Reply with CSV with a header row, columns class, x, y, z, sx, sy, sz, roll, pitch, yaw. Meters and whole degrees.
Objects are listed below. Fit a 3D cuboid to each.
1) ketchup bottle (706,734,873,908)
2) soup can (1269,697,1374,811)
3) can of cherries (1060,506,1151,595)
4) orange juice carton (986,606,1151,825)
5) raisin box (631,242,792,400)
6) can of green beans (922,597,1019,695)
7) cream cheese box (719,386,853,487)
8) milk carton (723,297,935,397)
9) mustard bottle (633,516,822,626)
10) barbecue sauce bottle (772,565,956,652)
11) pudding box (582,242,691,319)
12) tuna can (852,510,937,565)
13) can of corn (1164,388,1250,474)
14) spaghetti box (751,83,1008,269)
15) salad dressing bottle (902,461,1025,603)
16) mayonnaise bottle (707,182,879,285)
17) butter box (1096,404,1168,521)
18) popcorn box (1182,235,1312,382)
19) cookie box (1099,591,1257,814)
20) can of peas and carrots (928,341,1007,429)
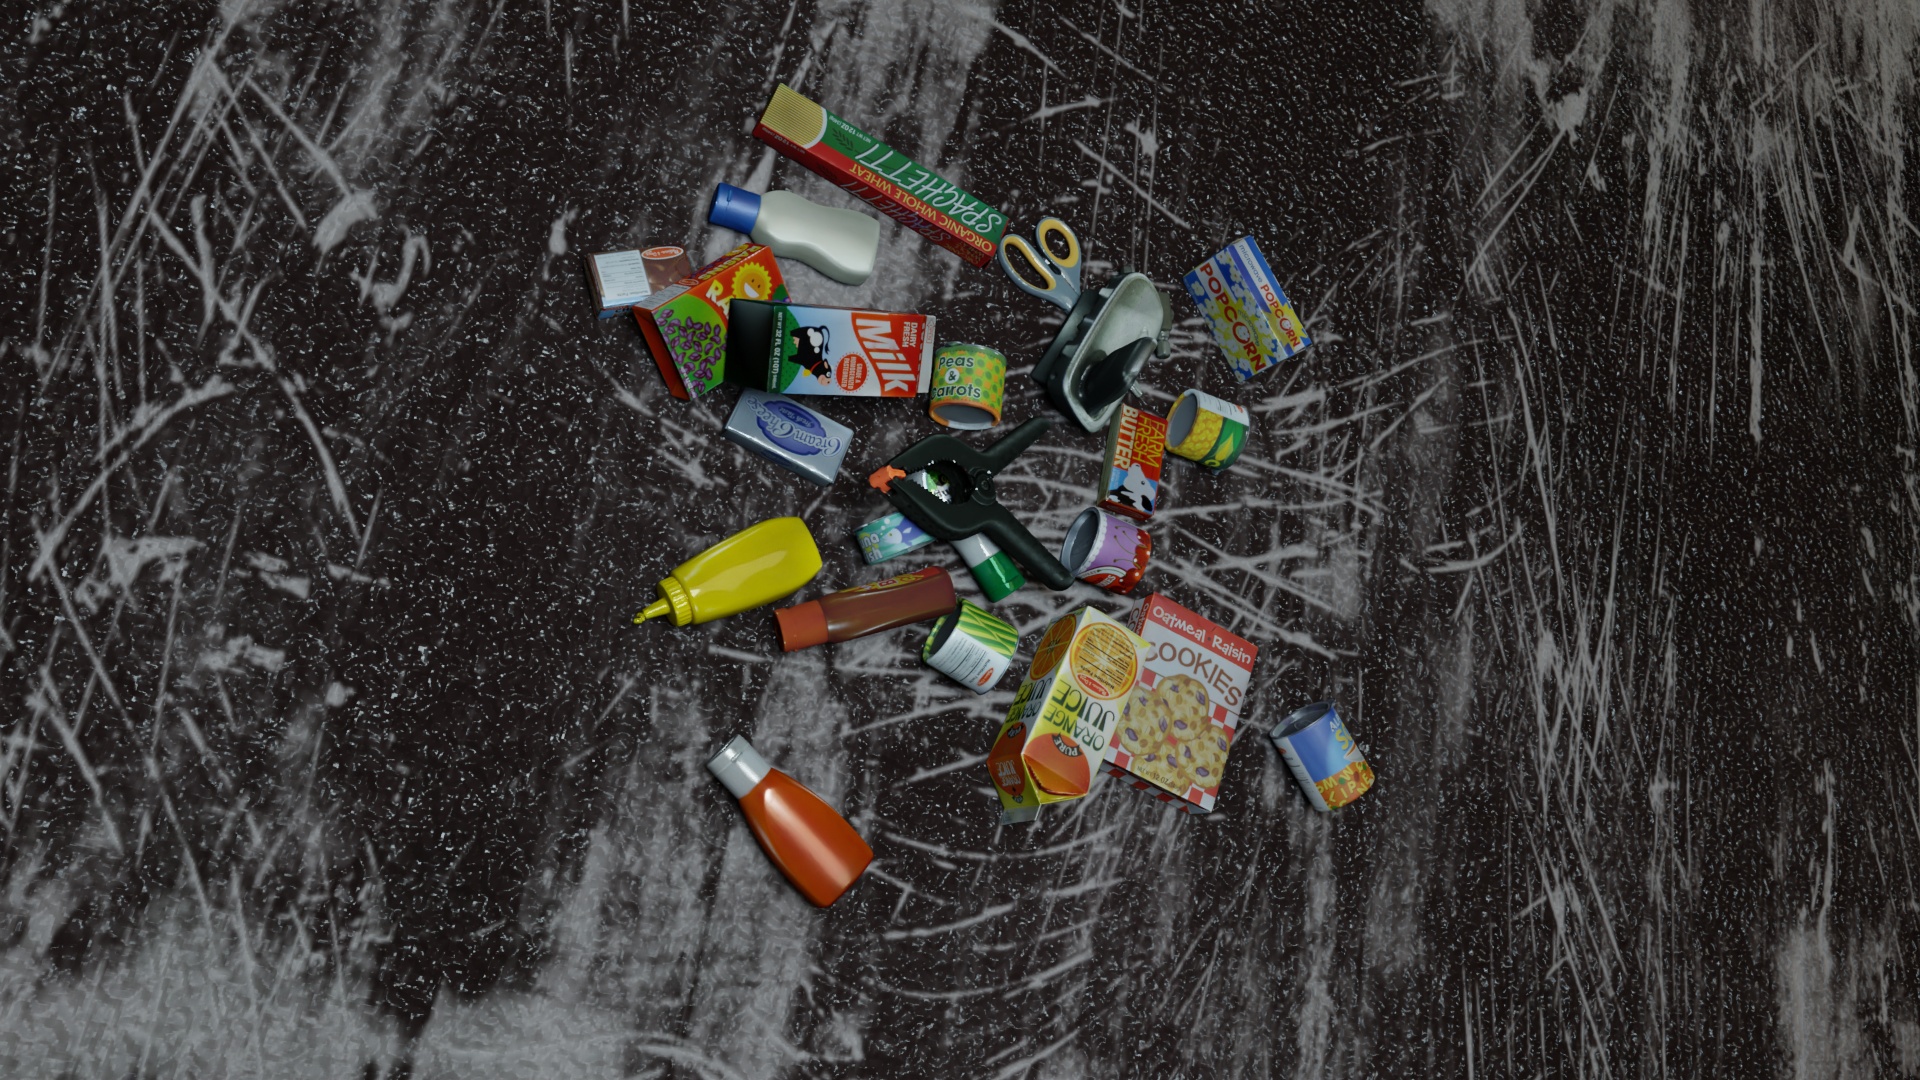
class,x,y,z,sx,sy,sz,roll,pitch,yaw
ketchup bottle,-0.139,0.220,1.107,0.148,0.043,0.065,48,62,-6
soup can,0.346,0.203,1.318,0.071,0.071,0.083,-33,92,-27
can of cherries,0.132,0.013,1.271,0.058,0.071,0.072,23,69,-19
orange juice carton,0.087,0.159,1.210,0.073,0.071,0.193,33,66,-14
raisin box,-0.202,-0.185,1.166,0.124,0.040,0.085,-37,123,-27
can of green beans,0.008,0.091,1.195,0.058,0.071,0.071,32,66,-14
cream cheese box,-0.148,-0.092,1.193,0.104,0.024,0.053,27,68,-16
milk carton,-0.099,-0.162,1.182,0.191,0.073,0.072,-2,104,-40
mustard bottle,-0.194,0.032,1.127,0.161,0.048,0.065,-23,87,-27
barbecue sauce bottle,-0.082,0.059,1.166,0.149,0.065,0.043,-14,92,-18
pudding box,-0.269,-0.218,1.166,0.084,0.030,0.049,-14,82,-27
tuna can,-0.057,-0.004,1.188,0.071,0.071,0.033,-20,87,-27
can of corn,0.237,-0.105,1.350,0.058,0.071,0.071,19,70,-19
spaghetti box,-0.070,-0.335,1.287,0.250,0.028,0.050,27,68,-16
salad dressing bottle,0.004,-0.015,1.232,0.064,0.044,0.147,-34,92,-35
mayonnaise bottle,-0.147,-0.277,1.232,0.148,0.041,0.065,15,70,-19
butter box,0.165,-0.075,1.331,0.053,0.024,0.104,18,70,-19
popcorn box,0.286,-0.231,1.391,0.038,0.085,0.126,-30,91,-26
cookie box,0.196,0.149,1.280,0.123,0.040,0.168,28,67,-16
can of peas and carrots,0.005,-0.138,1.249,0.071,0.070,0.059,13,73,-21
